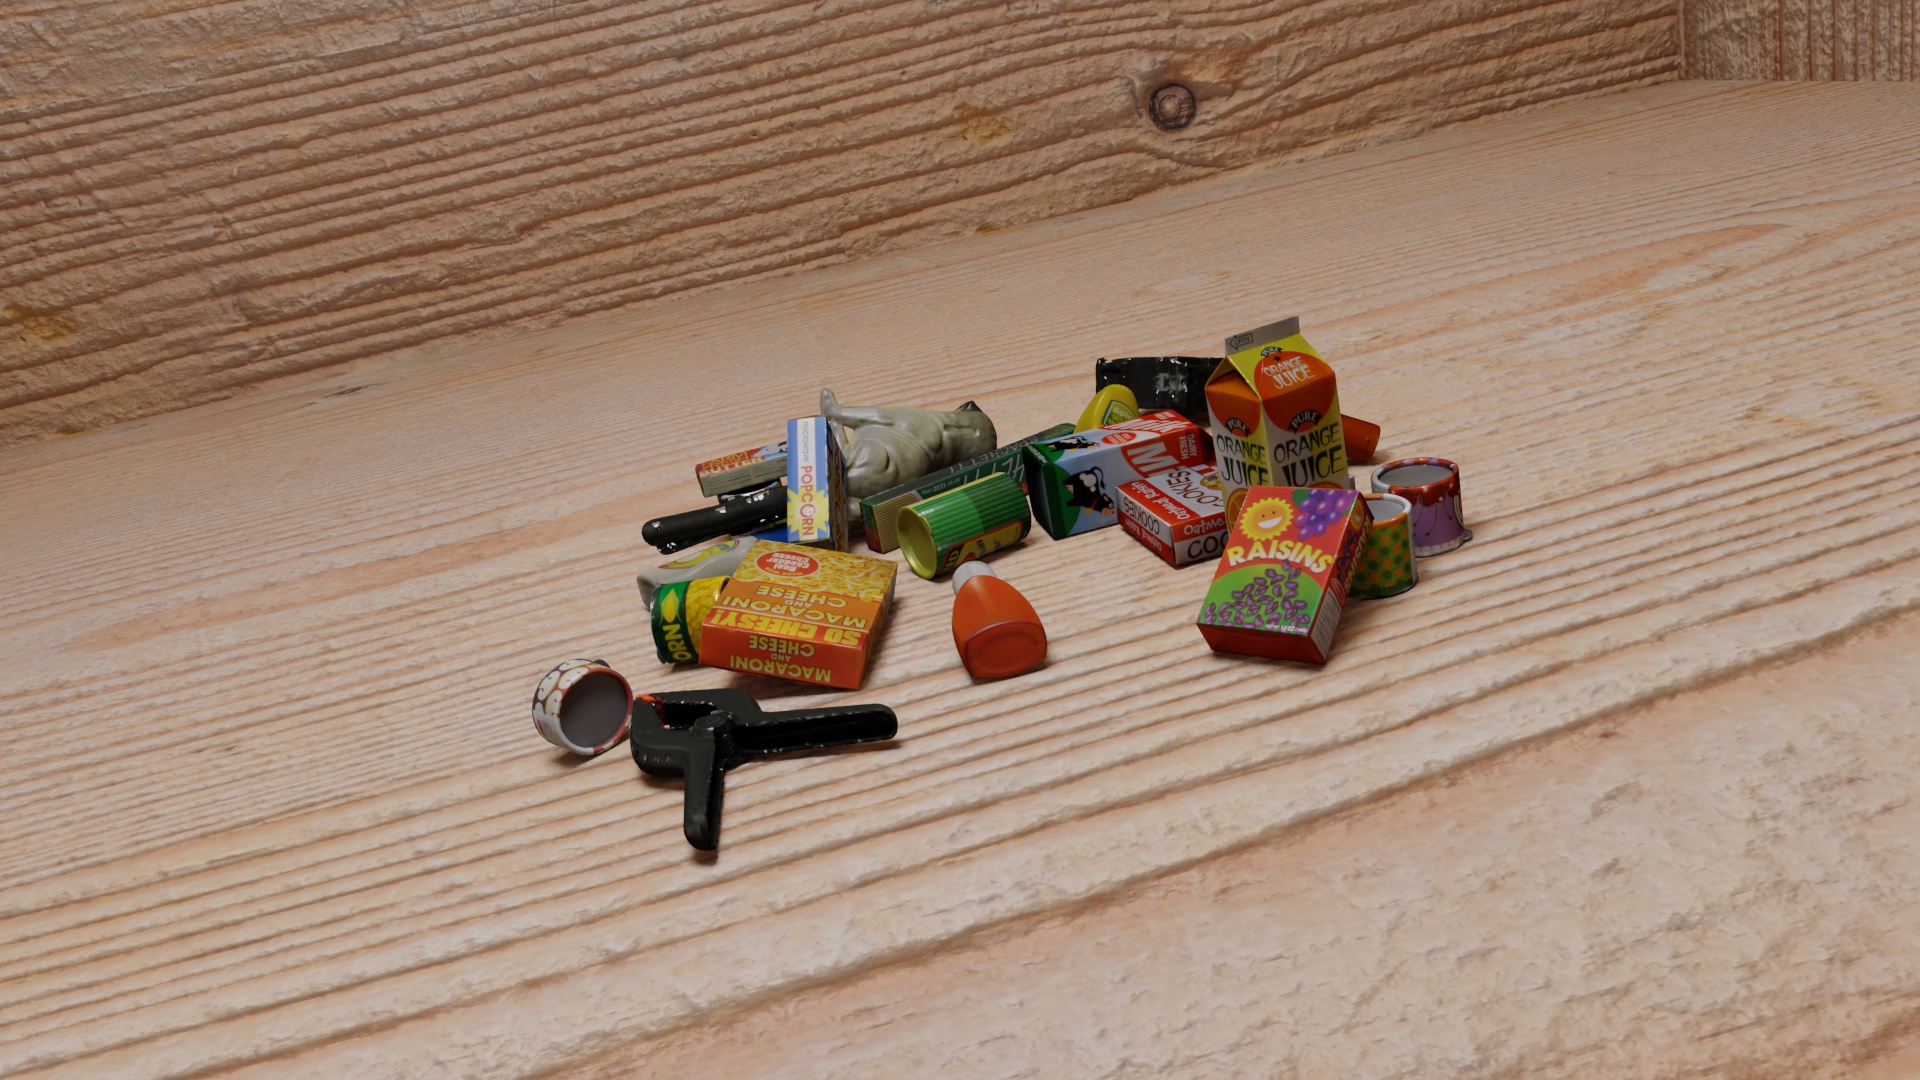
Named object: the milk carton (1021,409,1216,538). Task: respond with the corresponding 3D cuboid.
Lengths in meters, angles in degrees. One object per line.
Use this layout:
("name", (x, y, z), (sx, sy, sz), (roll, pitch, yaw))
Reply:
("milk carton", (0.160, -0.067, 1.269), (0.191, 0.073, 0.072), (-15, 20, -9))

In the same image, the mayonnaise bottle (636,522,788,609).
("mayonnaise bottle", (-0.220, 0.024, 1.281), (0.149, 0.041, 0.065), (-23, 18, -30))

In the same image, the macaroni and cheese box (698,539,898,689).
("macaroni and cheese box", (-0.123, 0.056, 1.099), (0.124, 0.040, 0.167), (9, 23, 3))

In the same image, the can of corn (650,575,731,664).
("can of corn", (-0.213, 0.066, 1.131), (0.058, 0.071, 0.071), (-8, 20, 9))

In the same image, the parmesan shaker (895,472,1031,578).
("parmesan shaker", (0.004, -0.015, 1.223), (0.103, 0.071, 0.071), (-21, 22, -27))

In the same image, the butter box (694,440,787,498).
("butter box", (-0.211, -0.072, 1.387), (0.104, 0.024, 0.053), (-16, 21, -10))

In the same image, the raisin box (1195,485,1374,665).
("raisin box", (0.227, 0.022, 0.966), (0.086, 0.040, 0.124), (4, 56, 38))

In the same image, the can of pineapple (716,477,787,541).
("can of pineapple", (-0.206, -0.030, 1.394), (0.071, 0.057, 0.071), (-10, 20, 4))

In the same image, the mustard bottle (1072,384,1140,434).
("mustard bottle", (0.149, -0.115, 1.376), (0.048, 0.065, 0.161), (-40, 19, 34))

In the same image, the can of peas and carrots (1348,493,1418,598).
("can of peas and carrots", (0.298, 0.004, 1.024), (0.071, 0.058, 0.071), (-10, 19, 4))

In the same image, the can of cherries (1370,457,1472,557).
("can of cherries", (0.356, -0.027, 1.074), (0.071, 0.058, 0.072), (-11, 20, 4))

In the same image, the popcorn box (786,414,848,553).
("popcorn box", (-0.128, -0.037, 1.243), (0.038, 0.085, 0.127), (-6, 64, 5))

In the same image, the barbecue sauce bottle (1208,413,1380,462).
("barbecue sauce bottle", (0.306, -0.110, 1.269), (0.148, 0.064, 0.044), (18, 14, 4))

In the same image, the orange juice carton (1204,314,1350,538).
("orange juice carton", (0.244, -0.072, 1.062), (0.072, 0.192, 0.073), (-20, 20, -20))

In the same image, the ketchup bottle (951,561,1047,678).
("ketchup bottle", (0.022, 0.055, 1.060), (0.065, 0.043, 0.149), (-12, 20, -5))

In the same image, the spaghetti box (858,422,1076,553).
("spaghetti box", (0.018, -0.054, 1.348), (0.251, 0.050, 0.029), (-22, 24, -28))

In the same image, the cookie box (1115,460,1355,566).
("cookie box", (0.232, -0.032, 1.186), (0.168, 0.040, 0.123), (-15, 20, -11))

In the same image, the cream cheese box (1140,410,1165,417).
("cream cheese box", (0.199, -0.104, 1.420), (0.053, 0.024, 0.104), (-14, 20, -1))

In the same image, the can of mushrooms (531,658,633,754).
("can of mushrooms", (-0.273, 0.120, 1.014), (0.033, 0.070, 0.071), (10, 29, 45))
